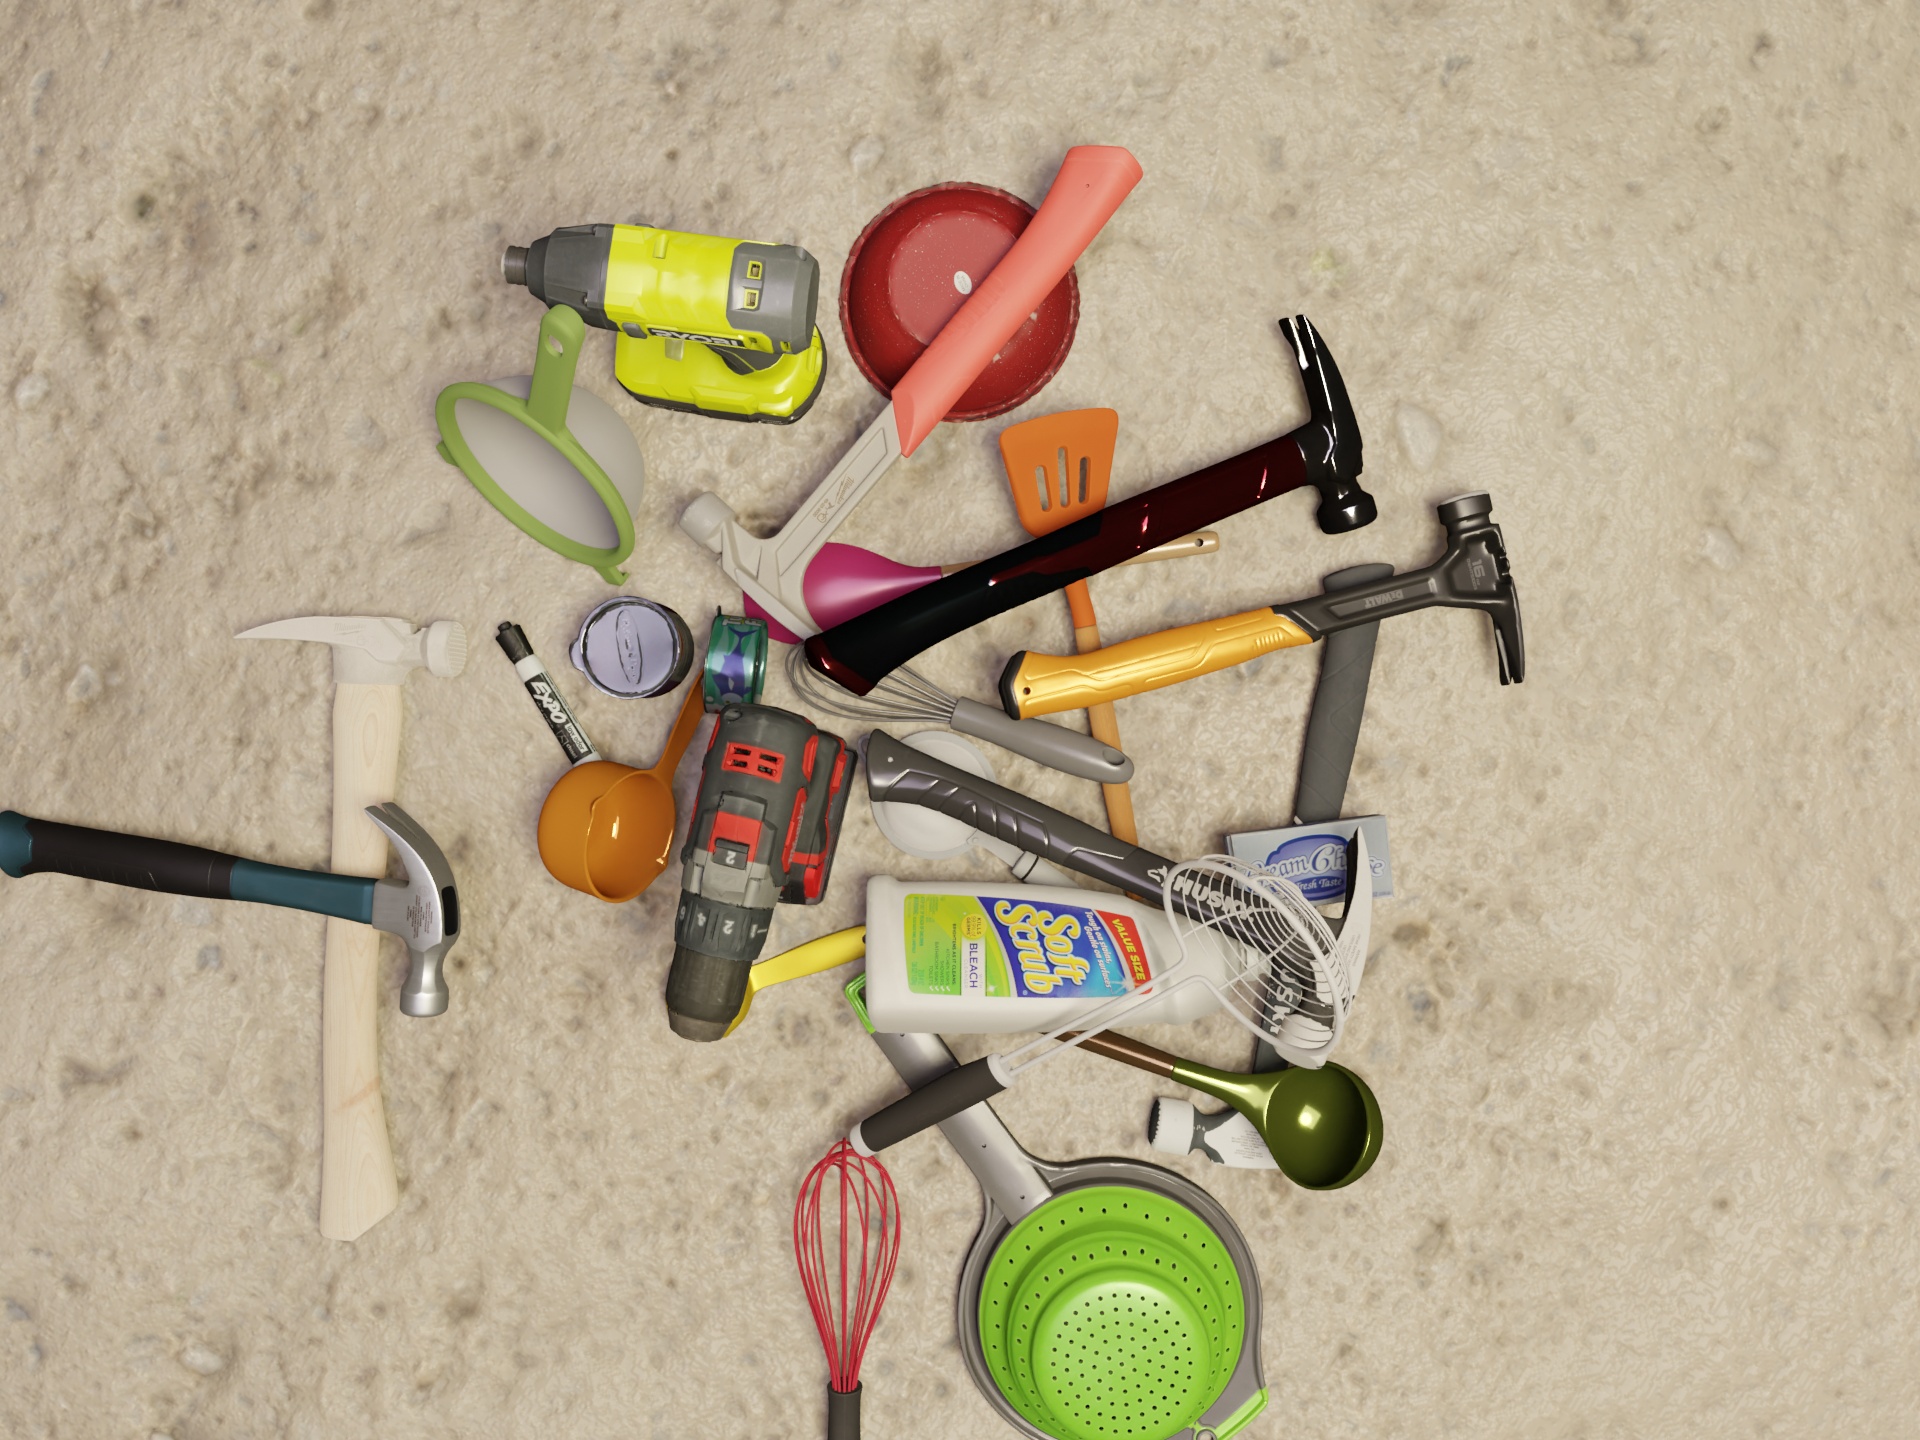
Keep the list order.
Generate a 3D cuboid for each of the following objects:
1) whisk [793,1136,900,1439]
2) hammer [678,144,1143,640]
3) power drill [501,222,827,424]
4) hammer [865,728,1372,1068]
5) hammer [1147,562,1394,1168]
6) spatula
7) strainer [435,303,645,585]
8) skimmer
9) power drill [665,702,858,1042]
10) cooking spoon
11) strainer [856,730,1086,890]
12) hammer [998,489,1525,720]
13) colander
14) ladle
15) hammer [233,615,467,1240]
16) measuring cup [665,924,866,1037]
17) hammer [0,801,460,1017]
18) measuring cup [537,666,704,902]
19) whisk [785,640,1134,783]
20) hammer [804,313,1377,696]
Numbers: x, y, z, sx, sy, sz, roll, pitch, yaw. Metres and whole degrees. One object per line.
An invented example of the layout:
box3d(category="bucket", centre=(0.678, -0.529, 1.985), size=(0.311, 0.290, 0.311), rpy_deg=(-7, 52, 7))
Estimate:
box3d(category="whisk", centre=(-0.075, 0.418, 1.044), size=(0.073, 0.073, 0.296), rpy_deg=(1, 96, 1))
box3d(category="hammer", centre=(-0.007, -0.207, 0.994), size=(0.149, 0.037, 0.359), rpy_deg=(41, 92, -1))
box3d(category="power drill", centre=(-0.165, -0.241, 0.956), size=(0.171, 0.223, 0.080), rpy_deg=(7, 90, 0))
box3d(category="hammer", centre=(0.092, 0.080, 0.984), size=(0.335, 0.035, 0.146), rpy_deg=(23, 67, 11))
box3d(category="hammer", centre=(0.234, 0.096, 1.049), size=(0.149, 0.036, 0.409), rpy_deg=(11, 90, -1))
box3d(category="spatula", centre=(0.088, -0.037, 1.033), size=(0.081, 0.041, 0.322), rpy_deg=(-13, 97, -13))
box3d(category="strainer", centre=(-0.237, -0.190, 0.966), size=(0.151, 0.256, 0.069), rpy_deg=(37, 63, -4))
box3d(category="skimmer", centre=(0.060, 0.191, 0.922), size=(0.363, 0.090, 0.127), rpy_deg=(-33, 92, 26))
box3d(category="power drill", centre=(-0.124, 0.083, 0.956), size=(0.080, 0.226, 0.188), rpy_deg=(13, 90, 1))
box3d(category="cooking spoon", centre=(0.013, -0.099, 1.058), size=(0.319, 0.017, 0.069), rpy_deg=(-7, 91, 1))
box3d(category="strainer", centre=(0.037, 0.090, 1.050), size=(0.258, 0.050, 0.087), rpy_deg=(35, 99, -3))
box3d(category="hammer", centre=(0.191, -0.048, 1.011), size=(0.337, 0.034, 0.127), rpy_deg=(-14, 90, -4))
box3d(category="colander", centre=(0.051, 0.329, 1.022), size=(0.204, 0.094, 0.397), rpy_deg=(-37, 90, 1))
box3d(category="ladle", centre=(0.109, 0.213, 1.011), size=(0.320, 0.062, 0.078), rpy_deg=(18, 87, 14))
box3d(category="hammer", centre=(-0.411, 0.136, 1.056), size=(0.146, 0.038, 0.410), rpy_deg=(2, 91, 2))
box3d(category="measuring cup", centre=(-0.122, 0.167, 1.055), size=(0.156, 0.029, 0.062), rpy_deg=(-20, 90, 2))
box3d(category="hammer", centre=(-0.479, 0.102, 1.030), size=(0.331, 0.033, 0.128), rpy_deg=(8, 95, 11))
box3d(category="measuring cup", centre=(-0.216, 0.033, 1.043), size=(0.052, 0.095, 0.174), rpy_deg=(11, 66, 26))
box3d(category="whisk", centre=(-0.002, -0.003, 1.030), size=(0.239, 0.055, 0.055), rpy_deg=(19, 91, 9))
box3d(category="hammer", centre=(0.078, -0.124, 0.987), size=(0.386, 0.038, 0.143), rpy_deg=(-24, 103, -15))
